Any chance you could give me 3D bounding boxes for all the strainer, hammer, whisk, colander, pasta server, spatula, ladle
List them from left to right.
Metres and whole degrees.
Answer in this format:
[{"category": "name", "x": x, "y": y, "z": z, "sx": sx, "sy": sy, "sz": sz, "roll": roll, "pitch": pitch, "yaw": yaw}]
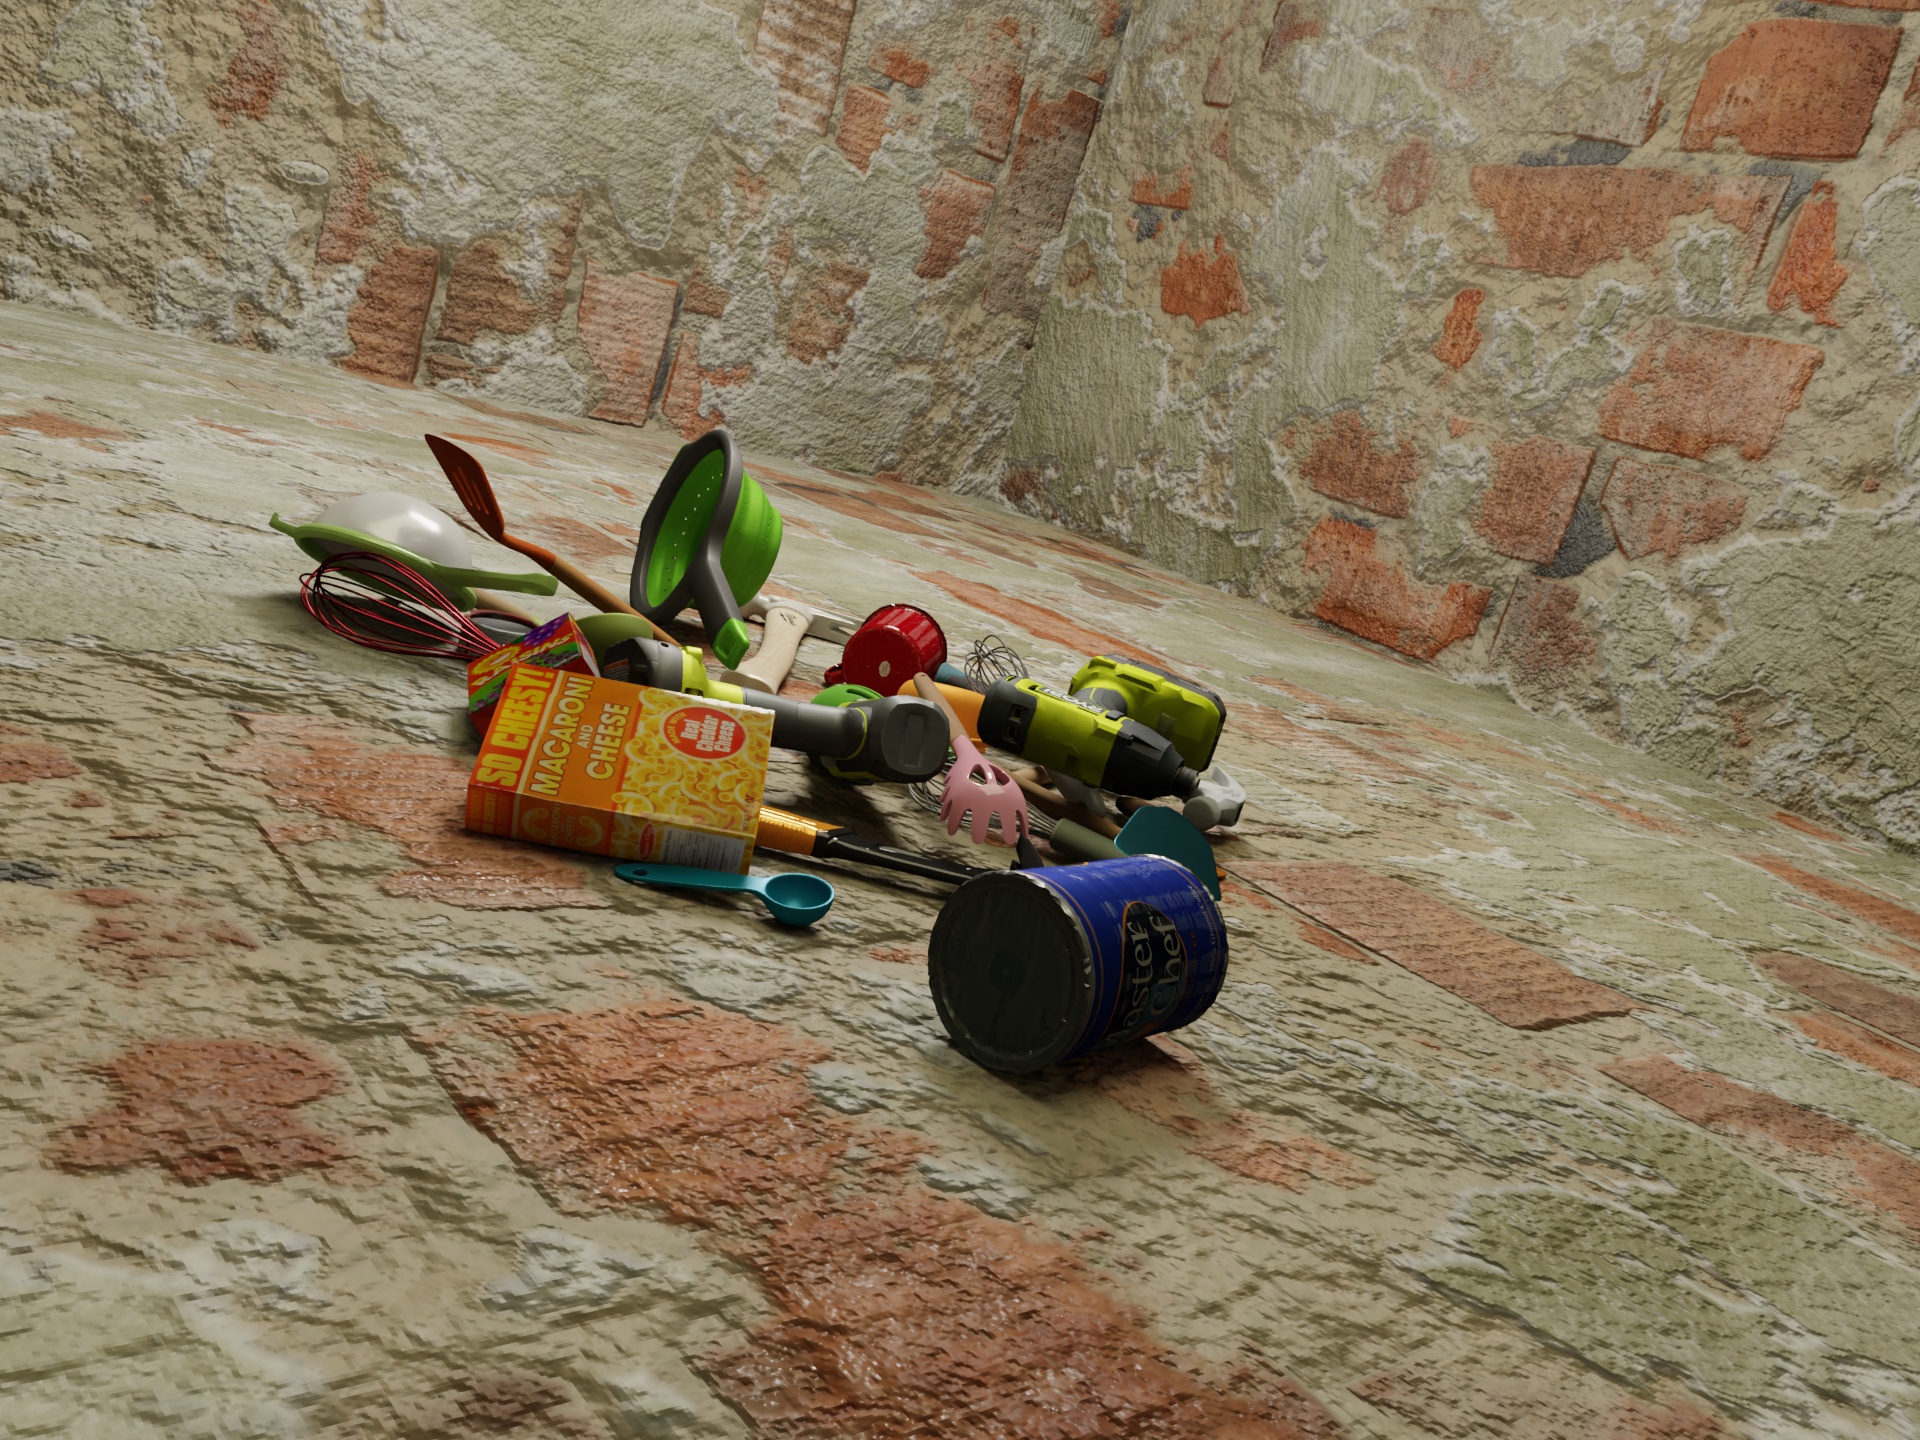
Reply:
[{"category": "strainer", "x": -0.416, "y": -0.142, "z": 1.282, "sx": 0.256, "sy": 0.069, "sz": 0.151, "roll": 8, "pitch": -16, "yaw": 29}, {"category": "whisk", "x": -0.369, "y": -0.056, "z": 1.215, "sx": 0.296, "sy": 0.073, "sz": 0.073, "roll": 23, "pitch": 13, "yaw": 3}, {"category": "ladle", "x": -0.384, "y": -0.101, "z": 1.387, "sx": 0.320, "sy": 0.062, "sz": 0.078, "roll": 23, "pitch": 3, "yaw": 38}, {"category": "spatula", "x": -0.321, "y": -0.128, "z": 1.325, "sx": 0.081, "sy": 0.041, "sz": 0.322, "roll": 26, "pitch": -9, "yaw": 40}, {"category": "colander", "x": -0.217, "y": -0.138, "z": 1.513, "sx": 0.094, "sy": 0.204, "sz": 0.398, "roll": 23, "pitch": 19, "yaw": -29}, {"category": "hammer", "x": -0.169, "y": -0.067, "z": 1.551, "sx": 0.146, "sy": 0.038, "sz": 0.411, "roll": 16, "pitch": 13, "yaw": -5}, {"category": "hammer", "x": -0.106, "y": 0.071, "z": 1.038, "sx": 0.337, "sy": 0.034, "sz": 0.127, "roll": 15, "pitch": 14, "yaw": -7}, {"category": "pasta server", "x": -0.005, "y": 0.018, "z": 1.188, "sx": 0.060, "sy": 0.040, "sz": 0.316, "roll": 3, "pitch": 16, "yaw": -12}, {"category": "whisk", "x": 0.066, "y": 0.006, "z": 1.390, "sx": 0.055, "sy": 0.055, "sz": 0.239, "roll": 7, "pitch": 35, "yaw": -37}, {"category": "whisk", "x": 0.066, "y": 0.082, "z": 1.194, "sx": 0.246, "sy": 0.059, "sz": 0.058, "roll": 24, "pitch": 52, "yaw": 18}, {"category": "hammer", "x": 0.109, "y": 0.019, "z": 1.450, "sx": 0.331, "sy": 0.033, "sz": 0.128, "roll": 25, "pitch": 15, "yaw": 27}, {"category": "spatula", "x": 0.142, "y": 0.083, "z": 1.218, "sx": 0.082, "sy": 0.044, "sz": 0.317, "roll": 28, "pitch": 0, "yaw": -2}]

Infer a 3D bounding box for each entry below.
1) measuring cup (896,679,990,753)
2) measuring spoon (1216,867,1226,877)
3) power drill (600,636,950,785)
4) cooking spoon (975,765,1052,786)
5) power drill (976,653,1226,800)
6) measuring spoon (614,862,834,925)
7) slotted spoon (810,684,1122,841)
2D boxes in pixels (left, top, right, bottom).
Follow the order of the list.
[{"category": "measuring cup", "x": -0.002, "y": -0.004, "z": 1.350, "sx": 0.095, "sy": 0.052, "sz": 0.174, "roll": 14, "pitch": -4, "yaw": -19}, {"category": "measuring spoon", "x": 0.175, "y": 0.121, "z": 1.238, "sx": 0.021, "sy": 0.011, "sz": 0.116, "roll": 31, "pitch": 15, "yaw": 36}, {"category": "power drill", "x": -0.142, "y": 0.003, "z": 1.145, "sx": 0.228, "sy": 0.080, "sz": 0.190, "roll": 11, "pitch": -6, "yaw": -24}, {"category": "cooking spoon", "x": 0.072, "y": 0.048, "z": 1.393, "sx": 0.069, "sy": 0.017, "sz": 0.319, "roll": 25, "pitch": 15, "yaw": 23}, {"category": "power drill", "x": 0.130, "y": 0.009, "z": 1.276, "sx": 0.171, "sy": 0.080, "sz": 0.223, "roll": 22, "pitch": 15, "yaw": 18}, {"category": "measuring spoon", "x": -0.138, "y": 0.102, "z": 0.924, "sx": 0.128, "sy": 0.021, "sz": 0.042, "roll": 7, "pitch": 22, "yaw": 1}, {"category": "slotted spoon", "x": 0.024, "y": 0.042, "z": 1.264, "sx": 0.314, "sy": 0.031, "sz": 0.070, "roll": 27, "pitch": 10, "yaw": 8}]
